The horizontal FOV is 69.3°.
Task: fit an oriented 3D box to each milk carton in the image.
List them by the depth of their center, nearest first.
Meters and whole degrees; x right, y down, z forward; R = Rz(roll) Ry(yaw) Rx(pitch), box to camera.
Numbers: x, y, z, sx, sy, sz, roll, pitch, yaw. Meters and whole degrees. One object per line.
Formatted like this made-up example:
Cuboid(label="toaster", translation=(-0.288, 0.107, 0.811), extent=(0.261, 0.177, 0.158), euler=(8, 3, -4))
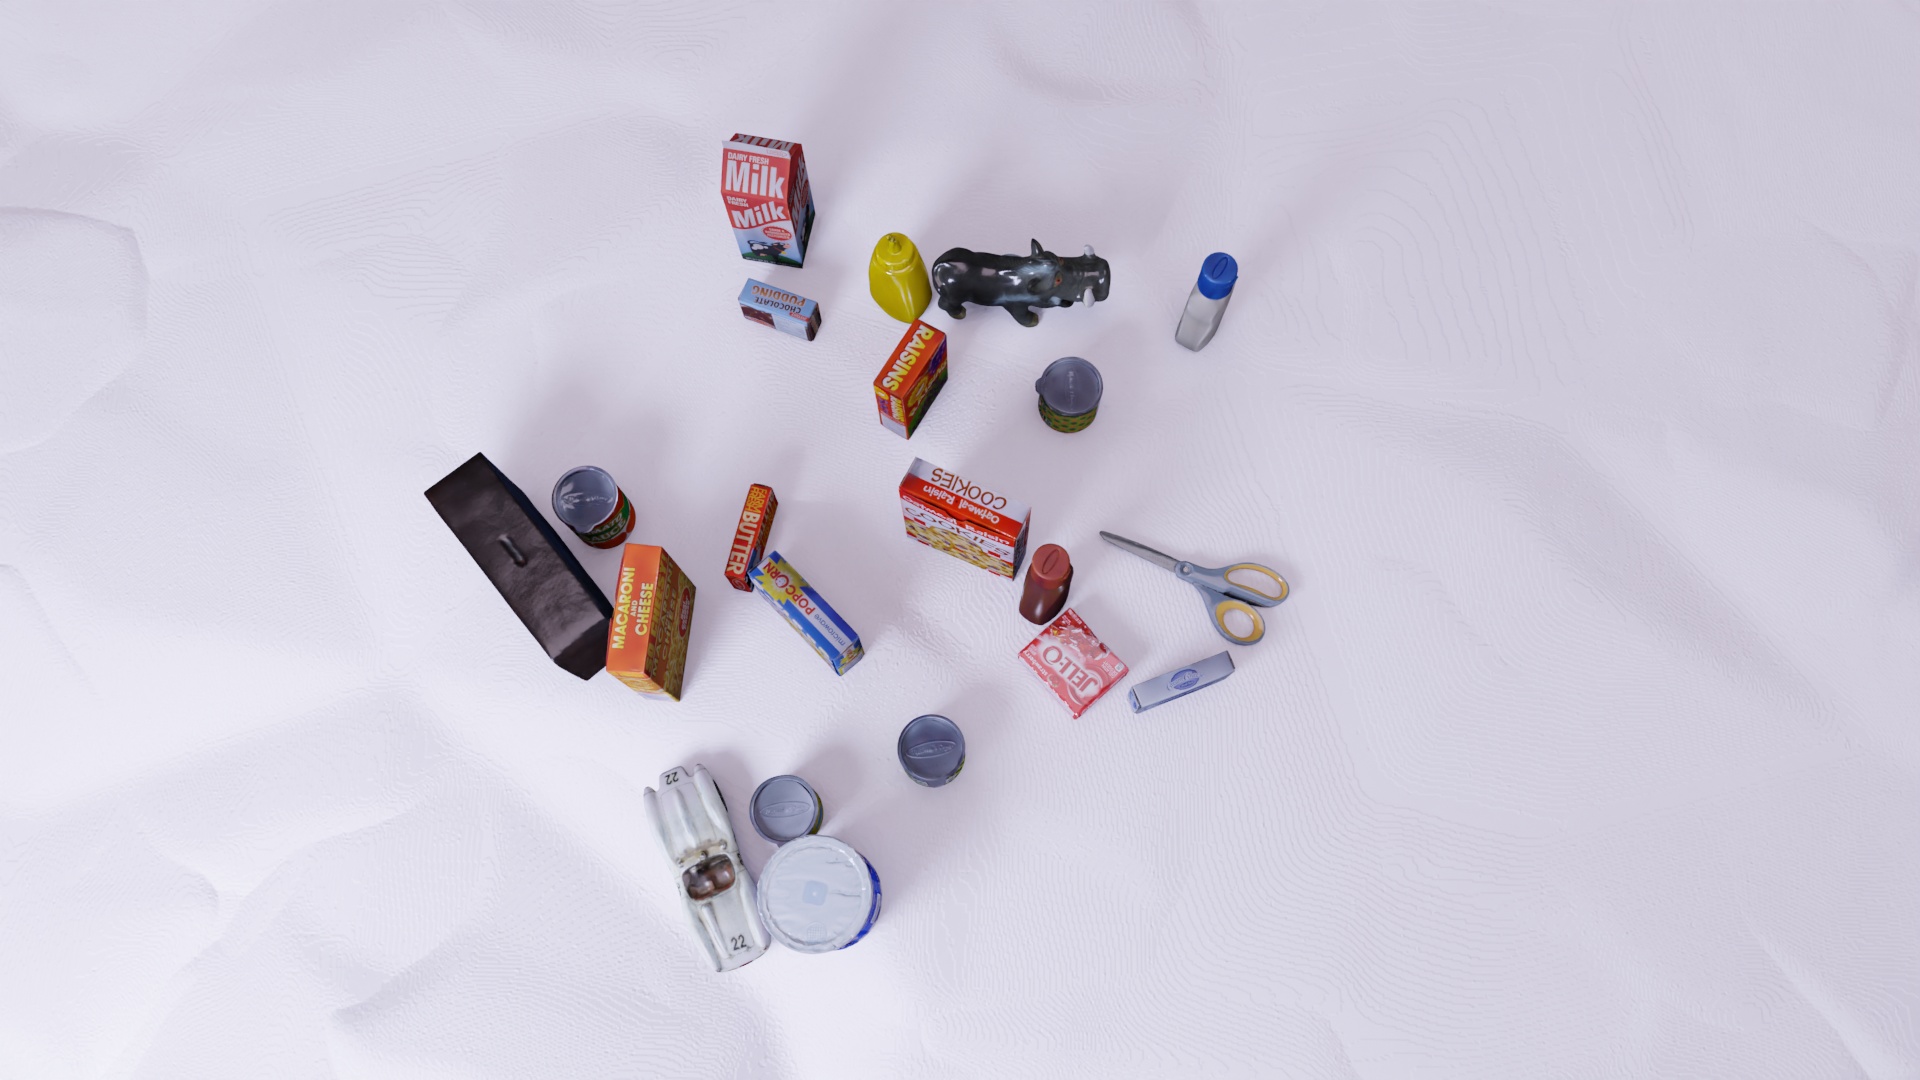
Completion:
Cuboid(label="milk carton", translation=(-0.203, -0.366, 1.468), extent=(0.072, 0.190, 0.073), euler=(10, 75, 3))

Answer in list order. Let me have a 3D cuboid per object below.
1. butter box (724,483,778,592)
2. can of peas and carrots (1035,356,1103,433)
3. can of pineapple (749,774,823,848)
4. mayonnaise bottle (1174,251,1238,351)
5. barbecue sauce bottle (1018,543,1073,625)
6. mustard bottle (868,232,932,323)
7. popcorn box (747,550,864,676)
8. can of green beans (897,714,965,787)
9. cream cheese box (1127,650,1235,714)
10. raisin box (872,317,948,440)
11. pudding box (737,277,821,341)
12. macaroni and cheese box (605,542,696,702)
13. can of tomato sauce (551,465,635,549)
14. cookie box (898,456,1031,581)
Cuboid(label="butter box", translation=(-0.215, -0.003, 1.434), extent=(0.024, 0.053, 0.104), euler=(13, 74, 4))
Cuboid(label="can of peas and carrots", translation=(0.113, -0.153, 1.472), extent=(0.071, 0.058, 0.071), euler=(0, 74, 1))
Cuboid(label="can of pineapple", translation=(-0.169, 0.266, 1.353), extent=(0.071, 0.057, 0.071), euler=(0, 74, 1))
Cuboid(label="mayonnaise bottle", translation=(0.260, -0.253, 1.453), extent=(0.041, 0.147, 0.065), euler=(30, 77, 9))
Cuboid(label="barbecue sauce bottle", translation=(0.086, 0.040, 1.369), extent=(0.044, 0.148, 0.065), euler=(32, 77, 9))
Cuboid(label="mustard bottle", translation=(-0.065, -0.283, 1.458), extent=(0.065, 0.160, 0.049), euler=(32, 77, 9))
Cuboid(label="popcorn box", translation=(-0.153, 0.074, 1.394), extent=(0.038, 0.085, 0.127), euler=(-43, 78, -10))
Cuboid(label="can of green beans", translation=(-0.028, 0.208, 1.368), extent=(0.071, 0.057, 0.071), euler=(0, 74, 1))
Cuboid(label="cream cheese box", translation=(0.220, 0.142, 1.388), extent=(0.104, 0.053, 0.024), euler=(-20, 75, -5))
Cuboid(label="raisin box", translation=(-0.050, -0.166, 1.443), extent=(0.040, 0.123, 0.086), euler=(31, 77, 9))
Cuboid(label="pudding box", translation=(-0.196, -0.250, 1.507), extent=(0.084, 0.049, 0.030), euler=(20, 75, 6))
Cuboid(label="macaroni and cheese box", translation=(-0.300, 0.083, 1.351), extent=(0.040, 0.166, 0.124), euler=(4, 74, 2))
Cuboid(label="can of tomato sauce", translation=(-0.375, -0.031, 1.428), extent=(0.071, 0.083, 0.071), euler=(0, 74, 1))
Cuboid(label="cookie box", translation=(0.005, -0.017, 1.377), extent=(0.123, 0.167, 0.040), euler=(23, 76, 7))
